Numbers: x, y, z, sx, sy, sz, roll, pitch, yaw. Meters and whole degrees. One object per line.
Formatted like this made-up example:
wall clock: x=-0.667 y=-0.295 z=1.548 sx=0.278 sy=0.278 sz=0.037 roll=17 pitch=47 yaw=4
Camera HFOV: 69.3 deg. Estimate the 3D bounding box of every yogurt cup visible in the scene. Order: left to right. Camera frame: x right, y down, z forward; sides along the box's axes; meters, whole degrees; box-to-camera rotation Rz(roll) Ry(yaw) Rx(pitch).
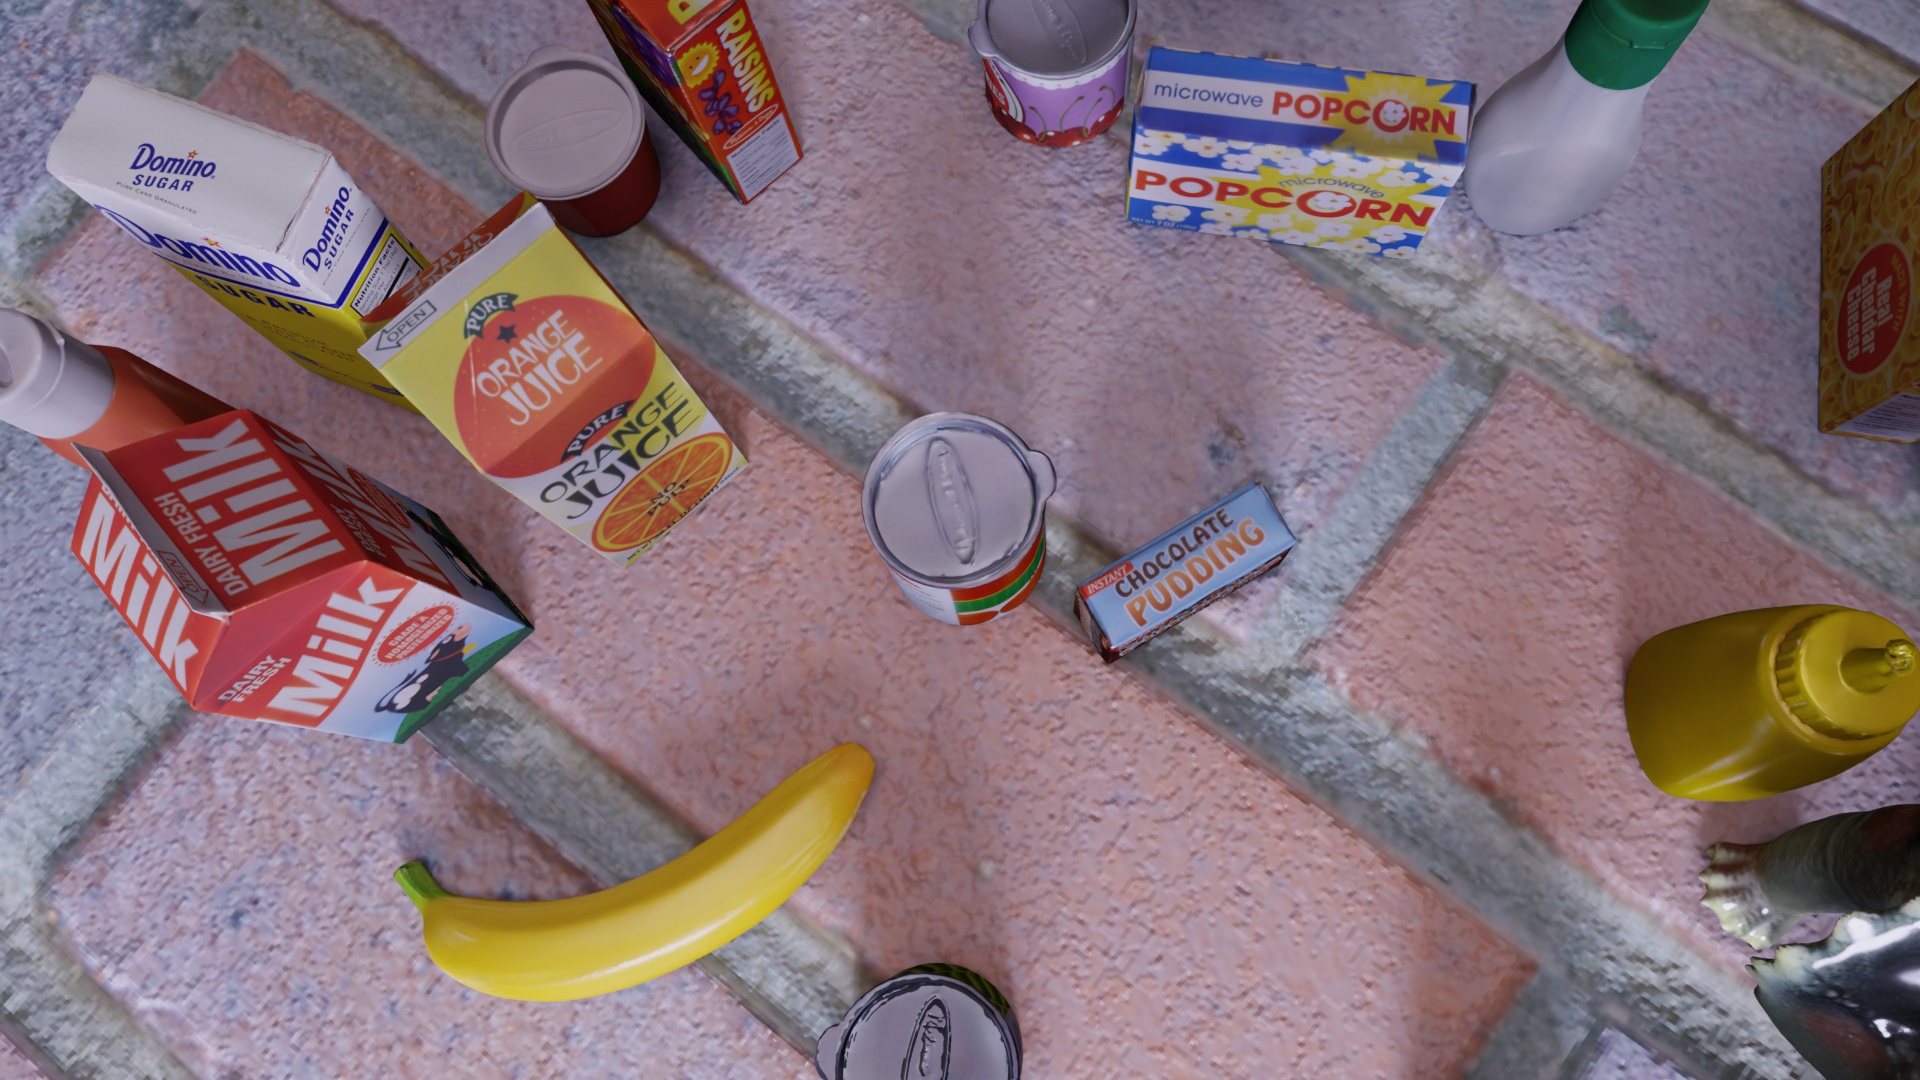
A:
yogurt cup: x=-0.164 y=-0.168 z=0.603 sx=0.072 sy=0.054 sz=0.072 roll=-1 pitch=76 yaw=4

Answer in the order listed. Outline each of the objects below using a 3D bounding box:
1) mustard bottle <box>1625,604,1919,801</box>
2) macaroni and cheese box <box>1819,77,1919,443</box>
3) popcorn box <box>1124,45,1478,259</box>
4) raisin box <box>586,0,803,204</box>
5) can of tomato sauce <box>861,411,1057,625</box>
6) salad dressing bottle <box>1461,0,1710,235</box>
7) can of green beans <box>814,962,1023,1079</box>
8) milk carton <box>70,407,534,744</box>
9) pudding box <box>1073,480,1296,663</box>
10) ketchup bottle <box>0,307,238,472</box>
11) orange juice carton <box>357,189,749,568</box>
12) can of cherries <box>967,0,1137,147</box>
mustard bottle: x=0.275 y=0.052 z=0.465 sx=0.049 sy=0.160 sz=0.065 roll=-4 pitch=76 yaw=3
macaroni and cheese box: x=0.370 y=-0.118 z=0.497 sx=0.040 sy=0.166 sz=0.124 roll=8 pitch=77 yaw=6
popcorn box: x=0.133 y=-0.156 z=0.564 sx=0.127 sy=0.085 sz=0.038 roll=9 pitch=77 yaw=6
raisin box: x=-0.116 y=-0.205 z=0.573 sx=0.040 sy=0.123 sz=0.086 roll=-40 pitch=77 yaw=-5
can of tomato sauce: x=0.002 y=-0.007 z=0.537 sx=0.071 sy=0.083 sz=0.071 roll=-1 pitch=76 yaw=4
salad dressing bottle: x=0.236 y=-0.168 z=0.528 sx=0.064 sy=0.147 sz=0.044 roll=4 pitch=77 yaw=5
can of green beans: x=-0.011 y=0.189 z=0.503 sx=0.071 sy=0.057 sz=0.071 roll=-1 pitch=76 yaw=4
milk carton: x=-0.232 y=0.016 z=0.492 sx=0.073 sy=0.190 sz=0.072 roll=-42 pitch=78 yaw=-6
pudding box: x=0.086 y=0.013 z=0.544 sx=0.084 sy=0.049 sz=0.030 roll=-30 pitch=76 yaw=-4
ketchup bottle: x=-0.318 y=-0.046 z=0.534 sx=0.043 sy=0.148 sz=0.065 roll=-42 pitch=77 yaw=-6
orange juice carton: x=-0.145 y=-0.057 z=0.503 sx=0.072 sy=0.192 sz=0.073 roll=-41 pitch=77 yaw=-6
can of cherries: x=0.039 y=-0.212 z=0.598 sx=0.071 sy=0.058 sz=0.071 roll=-1 pitch=76 yaw=4
